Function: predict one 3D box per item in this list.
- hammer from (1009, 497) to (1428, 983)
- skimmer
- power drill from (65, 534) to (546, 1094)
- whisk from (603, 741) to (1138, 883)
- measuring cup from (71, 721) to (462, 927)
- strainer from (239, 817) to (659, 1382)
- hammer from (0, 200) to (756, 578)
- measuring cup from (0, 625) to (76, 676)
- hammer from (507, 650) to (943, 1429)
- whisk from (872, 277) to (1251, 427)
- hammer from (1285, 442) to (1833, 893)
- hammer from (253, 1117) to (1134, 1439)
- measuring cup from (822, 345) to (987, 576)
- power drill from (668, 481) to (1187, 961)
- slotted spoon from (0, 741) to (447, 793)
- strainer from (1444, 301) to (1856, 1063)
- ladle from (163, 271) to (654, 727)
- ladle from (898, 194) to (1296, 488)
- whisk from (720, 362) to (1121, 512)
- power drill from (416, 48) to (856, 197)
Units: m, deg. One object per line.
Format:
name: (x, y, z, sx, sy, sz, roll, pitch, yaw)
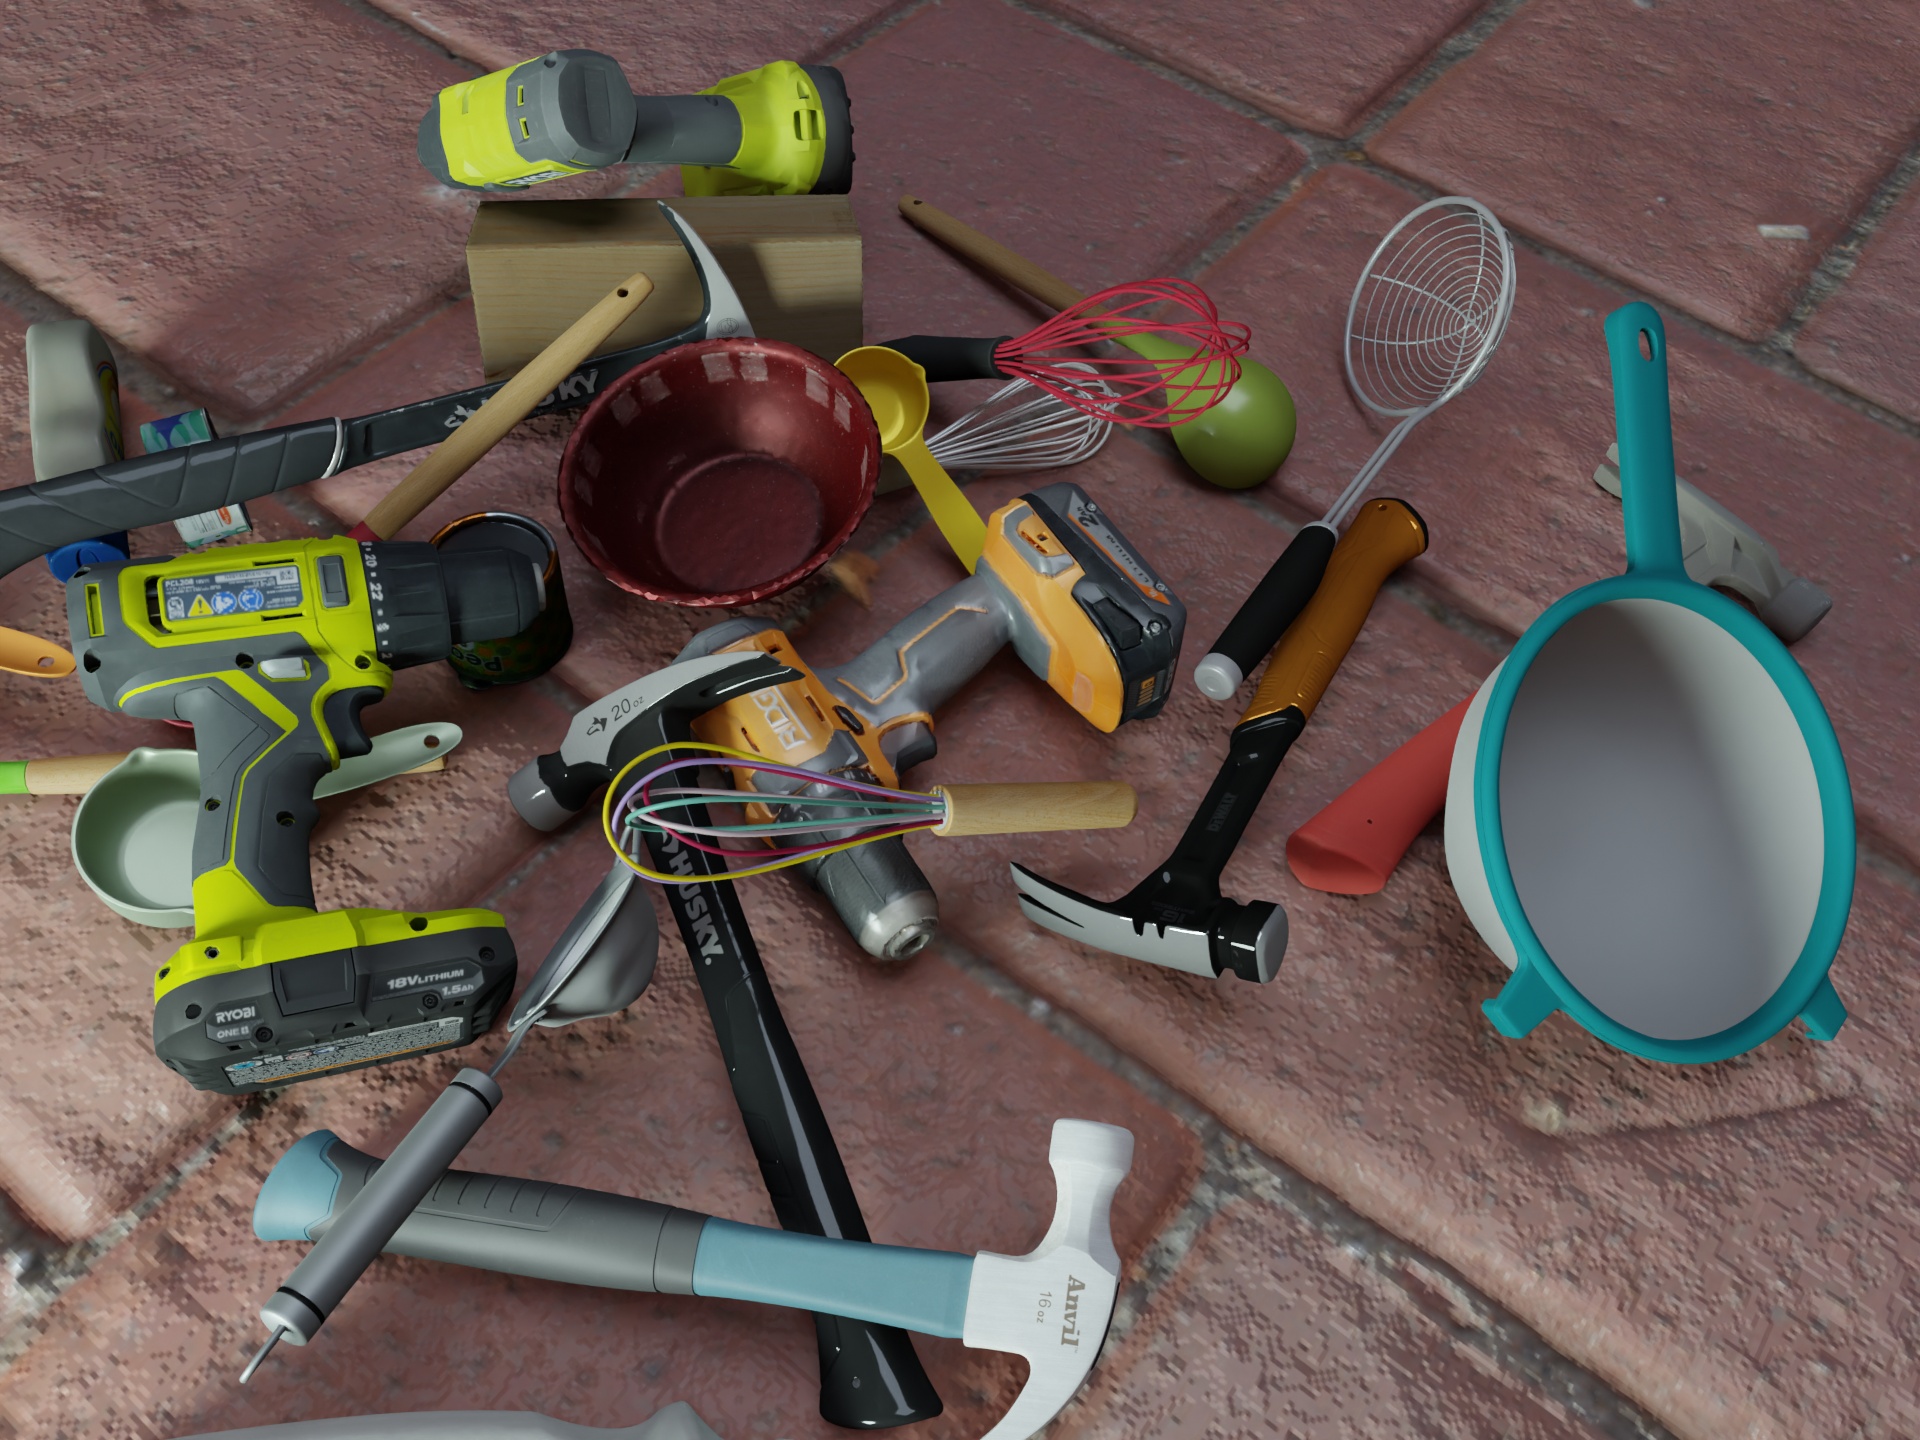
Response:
hammer: (0.153, -0.010, 0.789, 0.127, 0.034, 0.337, 10, 45, 31)
skimmer: (0.200, -0.155, 0.855, 0.090, 0.127, 0.363, 48, 57, -11)
power drill: (-0.259, 0.026, 0.673, 0.190, 0.080, 0.229, -9, 70, -21)
whisk: (-0.027, 0.034, 0.651, 0.244, 0.051, 0.047, 0, 60, -32)
measuring cup: (-0.307, 0.039, 0.719, 0.167, 0.038, 0.083, -22, 72, -27)
strainer: (-0.176, 0.135, 0.597, 0.050, 0.087, 0.258, 43, 46, -9)
hammer: (-0.294, -0.145, 0.790, 0.409, 0.149, 0.036, -19, 33, -18)
measuring cup: (-0.492, -0.032, 0.748, 0.173, 0.052, 0.095, 14, 53, 1)
hammer: (-0.083, 0.122, 0.654, 0.146, 0.035, 0.335, -33, 63, 15)
whisk: (0.037, -0.190, 0.833, 0.073, 0.073, 0.296, -36, 29, -27)
hammer: (0.294, -0.025, 0.826, 0.359, 0.036, 0.149, -32, 62, -26)
hammer: (-0.107, 0.194, 0.588, 0.331, 0.033, 0.128, 4, 71, 13)
measuring cup: (-0.019, -0.127, 0.851, 0.062, 0.029, 0.156, -36, 96, -11)
power drill: (-0.001, -0.002, 0.756, 0.226, 0.084, 0.186, -27, 60, -17)
slotted spoon: (-0.399, 0.022, 0.731, 0.313, 0.031, 0.070, -2, 59, -9)
strainer: (0.293, -0.017, 0.732, 0.211, 0.095, 0.340, 5, 79, -22)
ladle: (-0.269, -0.112, 0.778, 0.315, 0.031, 0.069, -44, 80, -5)
ladle: (0.072, -0.241, 0.968, 0.078, 0.062, 0.320, -36, 57, -25)
whisk: (-0.021, -0.147, 0.885, 0.246, 0.057, 0.059, -20, 24, -15)
power drill: (-0.187, -0.336, 0.916, 0.171, 0.080, 0.223, 8, 17, 43)
